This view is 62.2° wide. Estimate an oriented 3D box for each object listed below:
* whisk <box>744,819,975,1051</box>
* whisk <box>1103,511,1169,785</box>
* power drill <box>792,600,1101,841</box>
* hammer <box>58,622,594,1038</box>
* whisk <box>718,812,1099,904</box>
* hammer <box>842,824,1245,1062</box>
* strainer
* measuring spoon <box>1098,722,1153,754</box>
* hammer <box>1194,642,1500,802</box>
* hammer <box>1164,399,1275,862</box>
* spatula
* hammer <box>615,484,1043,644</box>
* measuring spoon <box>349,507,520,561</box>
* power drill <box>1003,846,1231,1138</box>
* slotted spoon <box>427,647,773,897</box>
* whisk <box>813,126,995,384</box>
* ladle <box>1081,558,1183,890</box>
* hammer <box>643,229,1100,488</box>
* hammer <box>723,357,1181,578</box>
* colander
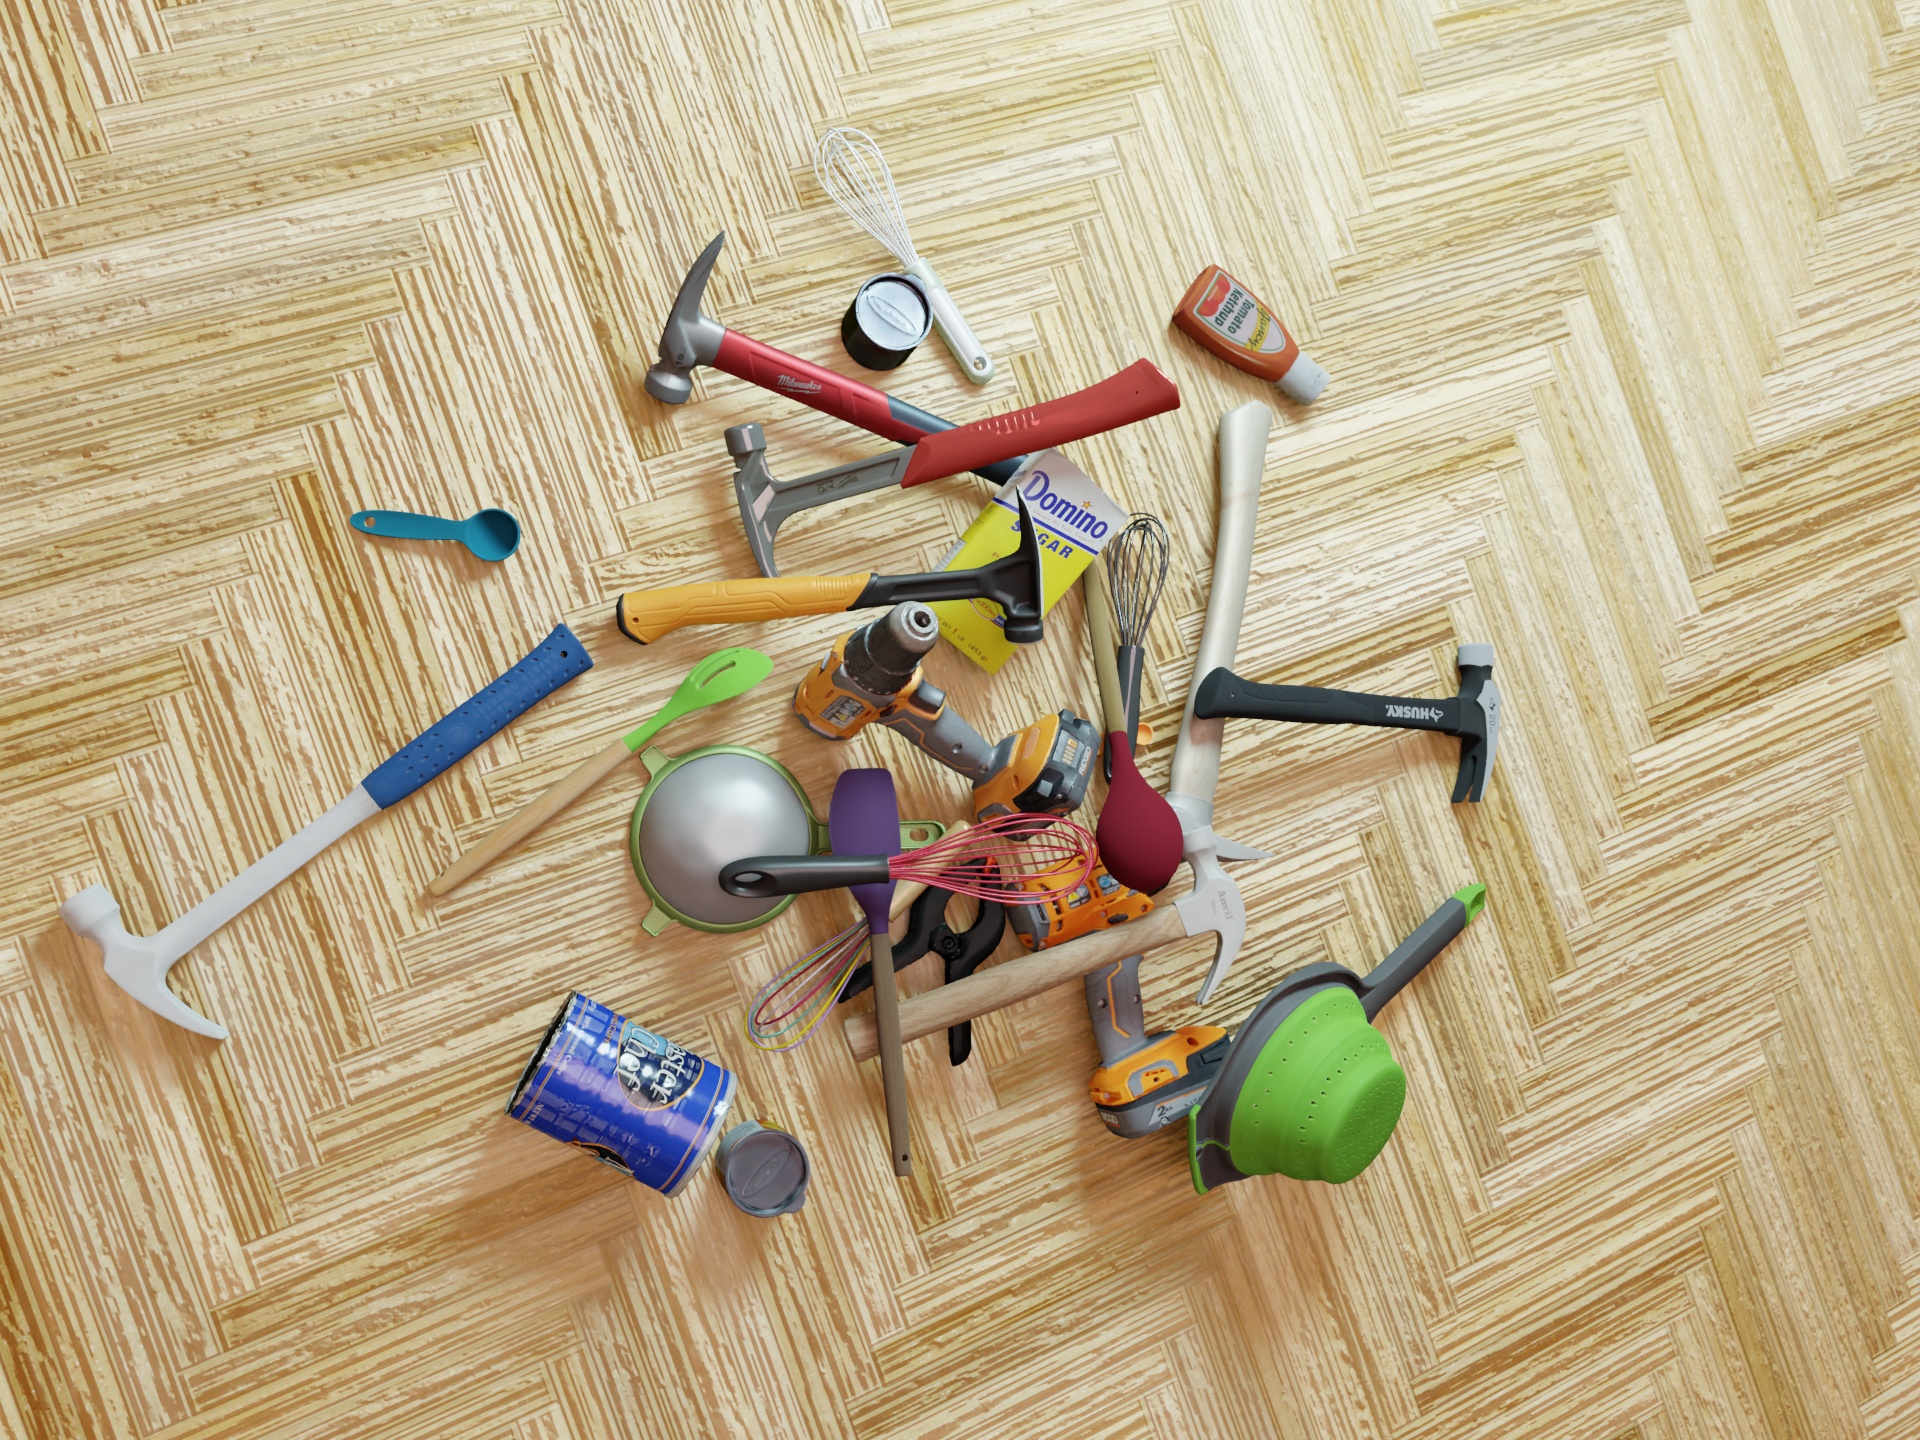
[{"bbox_3d":[-0.081,0.167,1.271,0.245,0.047,0.051,-44,123,-13],"label":"whisk"},{"bbox_3d":[0.143,-0.061,1.361,0.055,0.055,0.239,9,83,-15],"label":"whisk"},{"bbox_3d":[-0.002,-0.004,1.247,0.226,0.185,0.084,29,58,-15],"label":"power drill"},{"bbox_3d":[-0.446,0.068,1.189,0.405,0.035,0.144,-39,96,-16],"label":"hammer"},{"bbox_3d":[-0.037,0.113,1.223,0.295,0.073,0.073,-3,86,-9],"label":"whisk"},{"bbox_3d":[0.068,0.200,1.259,0.331,0.031,0.130,-21,85,-1],"label":"hammer"},{"bbox_3d":[-0.130,0.092,1.259,0.256,0.069,0.151,0,85,-15],"label":"strainer"},{"bbox_3d":[0.111,0.022,1.368,0.117,0.011,0.021,-13,83,-13],"label":"measuring spoon"},{"bbox_3d":[0.343,-0.005,1.386,0.334,0.035,0.146,3,84,-29],"label":"hammer"},{"bbox_3d":[0.234,-0.083,1.377,0.146,0.038,0.411,19,73,-26],"label":"hammer"},{"bbox_3d":[-0.063,0.193,1.239,0.059,0.018,0.316,-3,79,-23],"label":"spatula"},{"bbox_3d":[-0.103,-0.106,1.255,0.337,0.034,0.127,-6,116,-2],"label":"hammer"},{"bbox_3d":[-0.406,-0.147,1.233,0.128,0.021,0.042,6,83,-6],"label":"measuring spoon"},{"bbox_3d":[0.150,0.212,1.325,0.164,0.084,0.226,-22,87,-17],"label":"power drill"},{"bbox_3d":[-0.280,0.036,1.234,0.314,0.070,0.031,-38,123,-10],"label":"slotted spoon"},{"bbox_3d":[-0.044,-0.391,1.342,0.058,0.059,0.246,-35,100,-7],"label":"whisk"},{"bbox_3d":[0.126,-0.010,1.302,0.069,0.031,0.316,-15,59,13],"label":"ladle"},{"bbox_3d":[-0.052,-0.260,1.300,0.386,0.038,0.143,19,124,-18],"label":"hammer"},{"bbox_3d":[-0.001,-0.205,1.265,0.359,0.037,0.149,-15,100,6],"label":"hammer"},{"bbox_3d":[0.355,0.267,1.335,0.397,0.095,0.204,-34,132,-29],"label":"colander"}]
